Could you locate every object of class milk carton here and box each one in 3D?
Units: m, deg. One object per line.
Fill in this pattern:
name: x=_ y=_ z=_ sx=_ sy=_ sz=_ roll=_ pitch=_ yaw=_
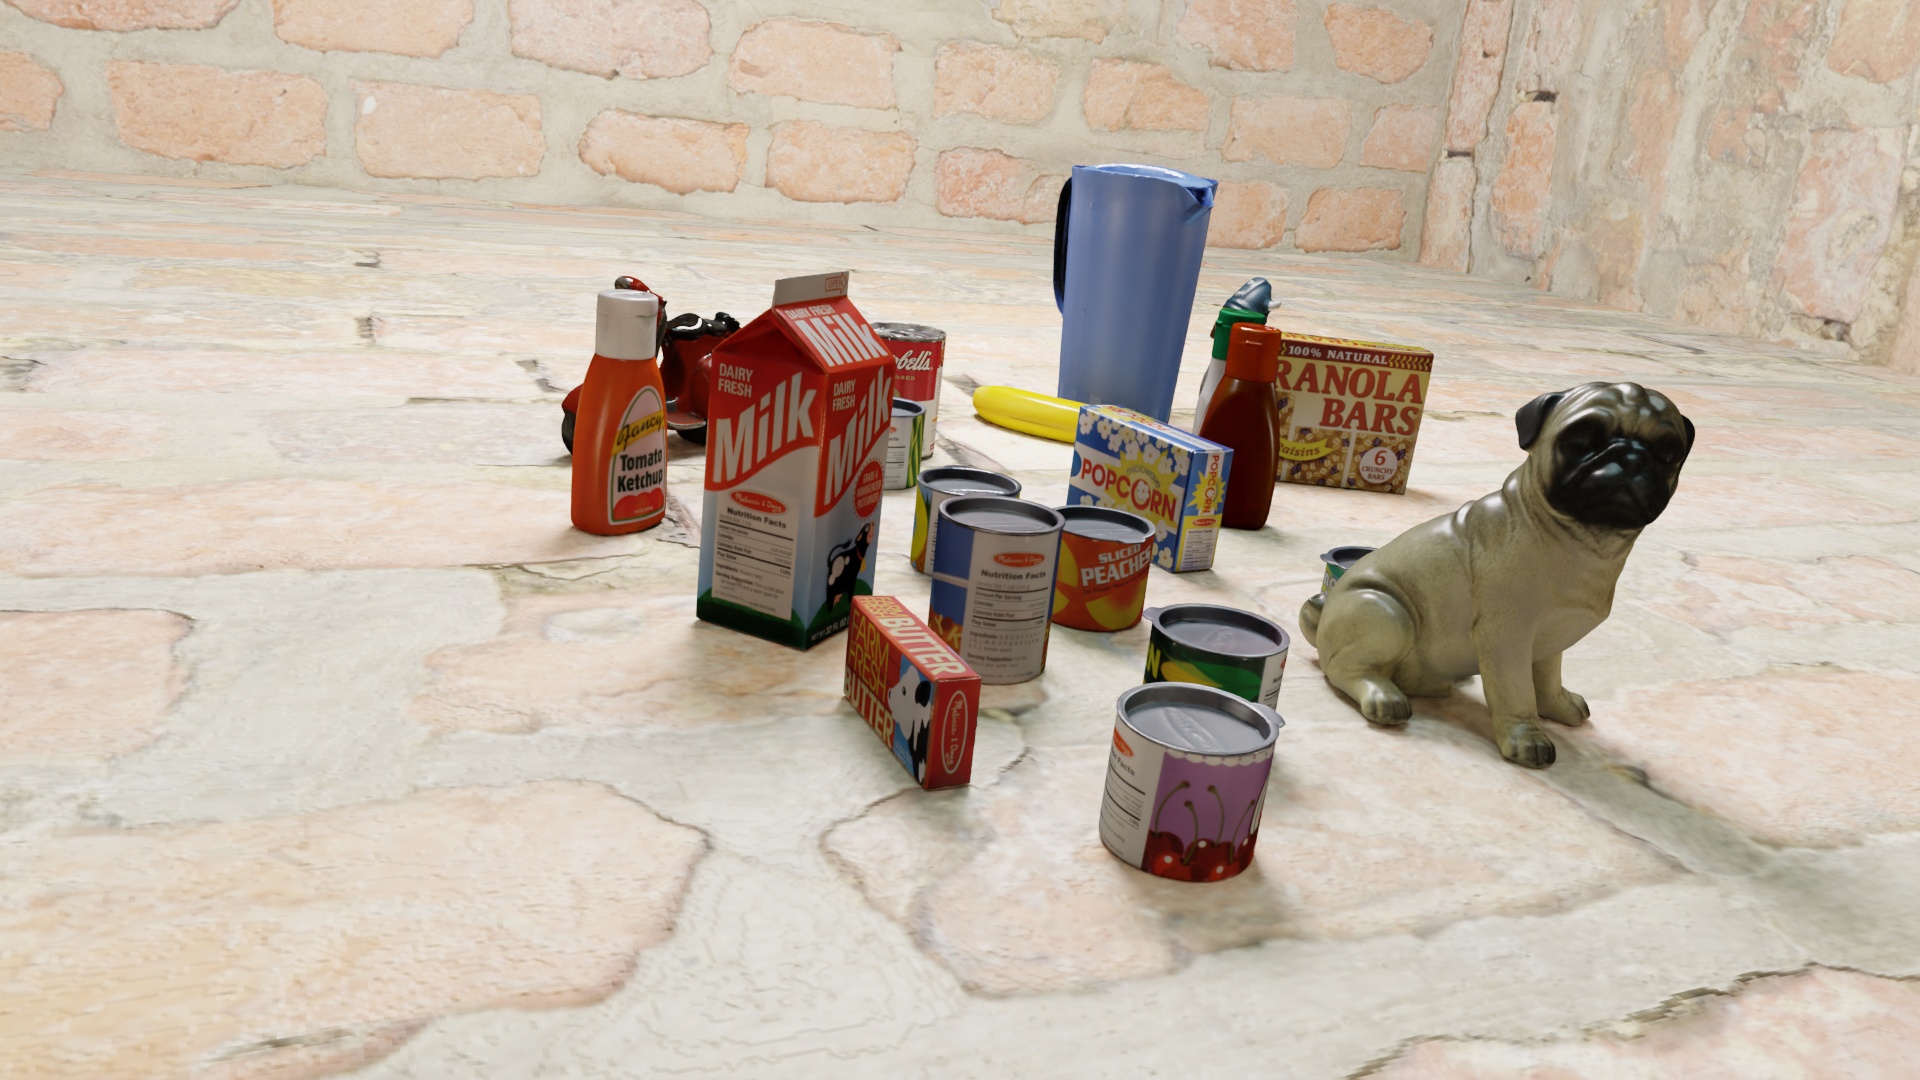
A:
milk carton: x=-0.086 y=-0.047 z=0.742 sx=0.073 sy=0.189 sz=0.072 roll=14 pitch=19 yaw=23

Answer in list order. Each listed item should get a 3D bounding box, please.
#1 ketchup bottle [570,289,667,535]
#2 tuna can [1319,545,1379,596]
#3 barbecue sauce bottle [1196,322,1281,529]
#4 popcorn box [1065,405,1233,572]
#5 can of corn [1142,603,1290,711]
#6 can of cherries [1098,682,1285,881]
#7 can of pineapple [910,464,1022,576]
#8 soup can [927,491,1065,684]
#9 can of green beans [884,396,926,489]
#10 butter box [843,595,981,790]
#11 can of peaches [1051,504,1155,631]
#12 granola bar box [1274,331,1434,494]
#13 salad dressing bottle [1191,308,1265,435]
ketchup bottle: x=-0.212 y=-0.081 z=0.870 sx=0.043 sy=0.148 sz=0.065 roll=16 pitch=20 yaw=29
tuna can: x=0.262 y=0.029 z=0.885 sx=0.071 sy=0.032 sz=0.071 roll=6 pitch=18 yaw=-2
barbecue sauce bottle: x=0.208 y=-0.085 z=1.030 sx=0.065 sy=0.148 sz=0.044 roll=11 pitch=18 yaw=13
popcorn box: x=0.128 y=-0.038 z=0.961 sx=0.038 sy=0.085 sz=0.127 roll=-5 pitch=21 yaw=-32
can of corn: x=0.119 y=0.068 z=0.672 sx=0.071 sy=0.058 sz=0.071 roll=6 pitch=18 yaw=-2
can of cherries: x=0.095 y=0.098 z=0.571 sx=0.071 sy=0.058 sz=0.072 roll=6 pitch=18 yaw=-2
can of pineapple: x=0.003 y=-0.011 z=0.877 sx=0.071 sy=0.057 sz=0.071 roll=6 pitch=18 yaw=-2
soup can: x=0.017 y=0.024 z=0.732 sx=0.071 sy=0.083 sz=0.071 roll=6 pitch=18 yaw=-2
can of green beans: x=-0.061 y=-0.075 z=1.052 sx=0.071 sy=0.057 sz=0.071 roll=6 pitch=18 yaw=-2
butter box: x=-0.024 y=0.066 z=0.637 sx=0.024 sy=0.053 sz=0.104 roll=-2 pitch=20 yaw=-25
can of peaches: x=0.079 y=0.017 z=0.819 sx=0.071 sy=0.058 sz=0.071 roll=6 pitch=18 yaw=-2
granola bar box: x=0.306 y=-0.110 z=1.182 sx=0.166 sy=0.123 sz=0.039 roll=6 pitch=17 yaw=-2
salad dressing bottle: x=0.213 y=-0.109 z=1.108 sx=0.044 sy=0.147 sz=0.064 roll=2 pitch=18 yaw=-12
